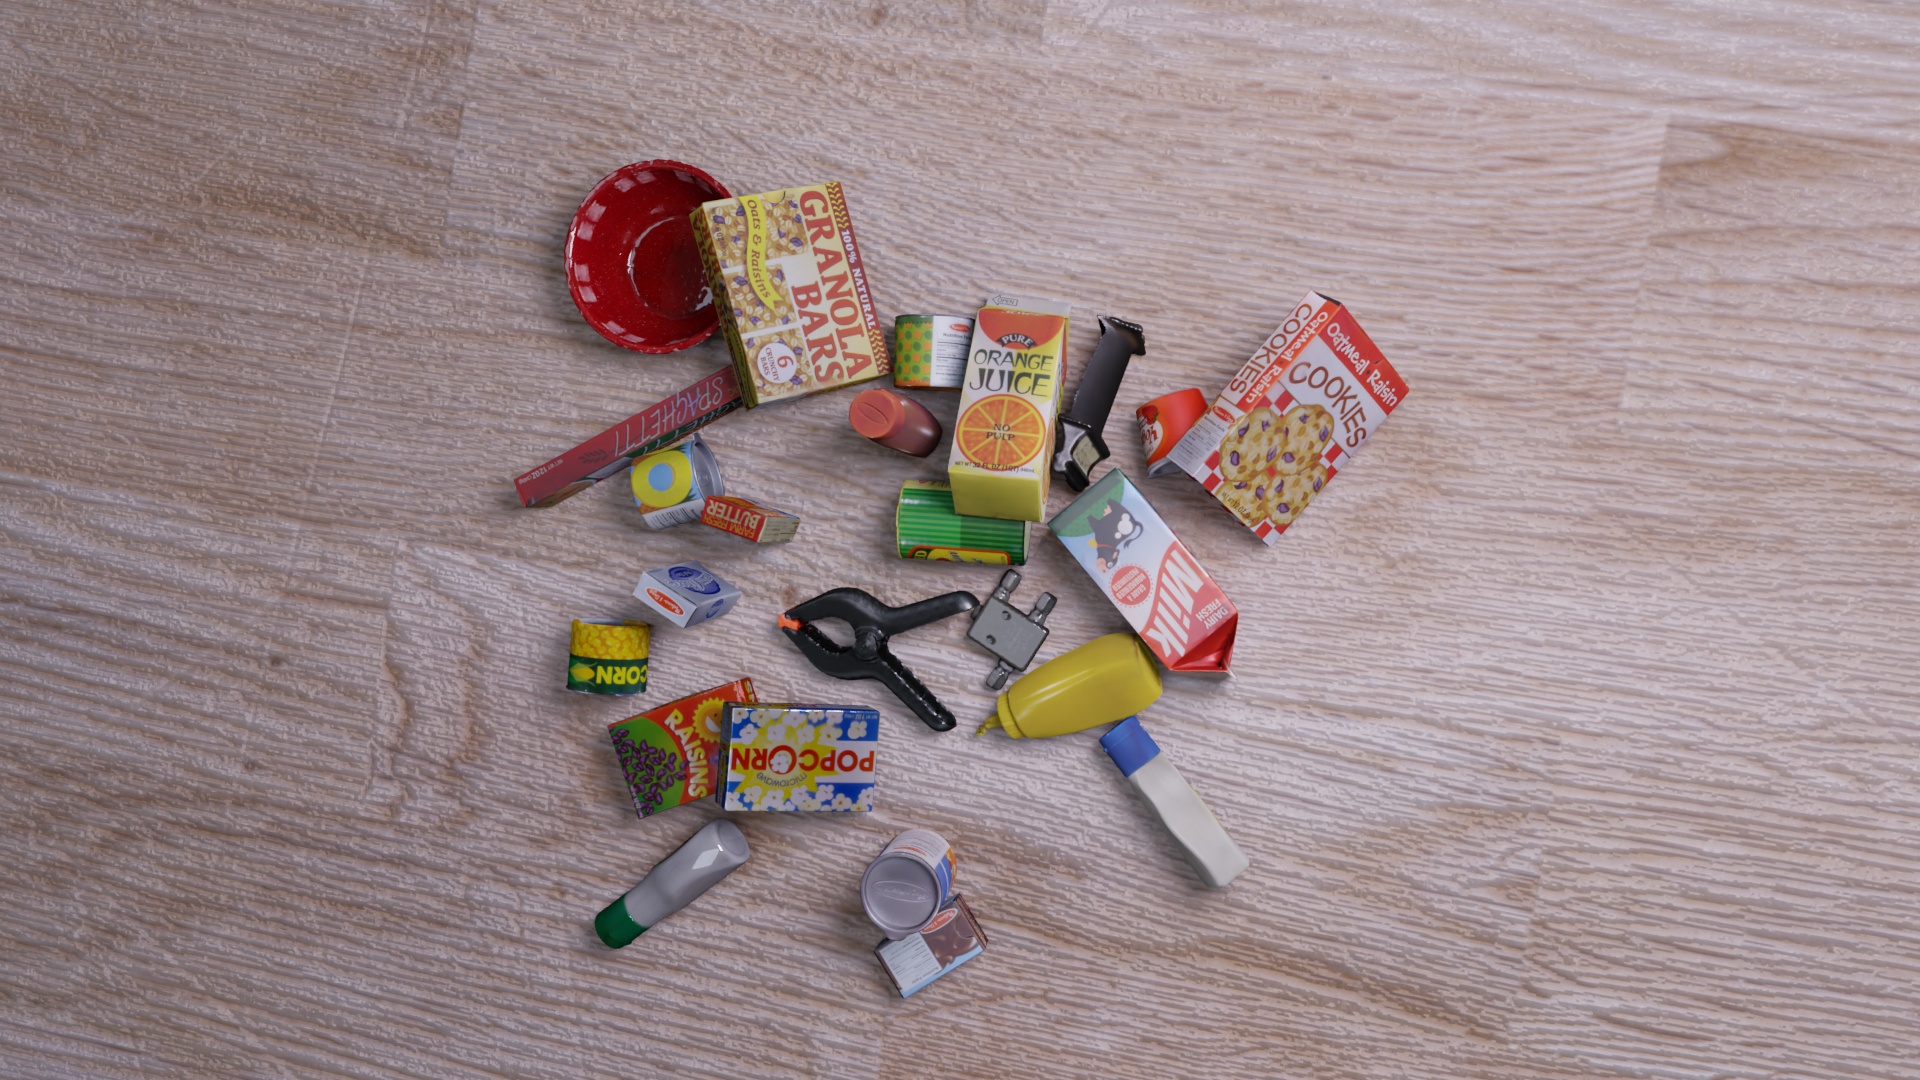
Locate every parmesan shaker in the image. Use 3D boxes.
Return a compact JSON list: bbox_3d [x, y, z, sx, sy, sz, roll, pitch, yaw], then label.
[{"bbox_3d":[0.004,-0.014,1.131,0.103,0.071,0.071,4,91,8],"label":"parmesan shaker"}]

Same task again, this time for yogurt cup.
[{"bbox_3d":[0.174,-0.088,1.111,0.072,0.072,0.054,-19,80,8],"label":"yogurt cup"}]

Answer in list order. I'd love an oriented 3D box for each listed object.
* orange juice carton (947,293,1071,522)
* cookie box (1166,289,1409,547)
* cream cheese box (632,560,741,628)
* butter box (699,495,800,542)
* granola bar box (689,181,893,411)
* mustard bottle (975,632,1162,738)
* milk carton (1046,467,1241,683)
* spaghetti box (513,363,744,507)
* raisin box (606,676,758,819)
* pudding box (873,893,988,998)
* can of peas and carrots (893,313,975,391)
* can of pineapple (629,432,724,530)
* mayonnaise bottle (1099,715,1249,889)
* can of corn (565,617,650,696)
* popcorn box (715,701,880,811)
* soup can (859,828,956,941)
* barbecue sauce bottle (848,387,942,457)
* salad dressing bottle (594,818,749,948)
[{"bbox_3d":[0.042,-0.116,1.104,0.072,0.072,0.193,6,63,8],"label":"orange juice carton"},{"bbox_3d":[0.256,-0.091,1.073,0.167,0.123,0.040,-49,40,6],"label":"cookie box"},{"bbox_3d":[-0.224,0.043,1.149,0.053,0.104,0.024,33,100,7],"label":"cream cheese box"},{"bbox_3d":[-0.171,-0.017,1.141,0.053,0.103,0.024,19,93,8],"label":"butter box"},{"bbox_3d":[-0.136,-0.200,1.129,0.124,0.039,0.165,-17,94,-28],"label":"granola bar box"},{"bbox_3d":[0.081,0.126,1.127,0.160,0.049,0.065,-22,120,19],"label":"mustard bottle"},{"bbox_3d":[0.159,0.036,1.109,0.073,0.072,0.190,-40,85,7],"label":"milk carton"},{"bbox_3d":[-0.260,-0.094,1.180,0.250,0.050,0.028,-27,88,7],"label":"spaghetti box"},{"bbox_3d":[-0.227,0.176,1.183,0.123,0.040,0.086,-19,87,7],"label":"raisin box"},{"bbox_3d":[-0.024,0.339,1.160,0.083,0.030,0.049,-34,85,7],"label":"pudding box"},{"bbox_3d":[-0.023,-0.153,1.139,0.071,0.071,0.058,2,92,8],"label":"can of peas and carrots"},{"bbox_3d":[-0.238,-0.049,1.169,0.058,0.071,0.071,-15,89,9],"label":"can of pineapple"},{"bbox_3d":[0.170,0.209,1.116,0.041,0.064,0.148,-36,81,-6],"label":"mayonnaise bottle"},{"bbox_3d":[-0.296,0.098,1.177,0.071,0.071,0.058,5,91,8],"label":"can of corn"},{"bbox_3d":[-0.133,0.178,1.143,0.127,0.038,0.085,4,91,-20],"label":"popcorn box"},{"bbox_3d":[-0.042,0.279,1.134,0.071,0.084,0.071,0,91,9],"label":"soup can"},{"bbox_3d":[-0.055,-0.096,1.100,0.065,0.148,0.043,34,95,6],"label":"barbecue sauce bottle"},{"bbox_3d":[-0.247,0.293,1.178,0.147,0.064,0.044,-38,75,14],"label":"salad dressing bottle"}]
